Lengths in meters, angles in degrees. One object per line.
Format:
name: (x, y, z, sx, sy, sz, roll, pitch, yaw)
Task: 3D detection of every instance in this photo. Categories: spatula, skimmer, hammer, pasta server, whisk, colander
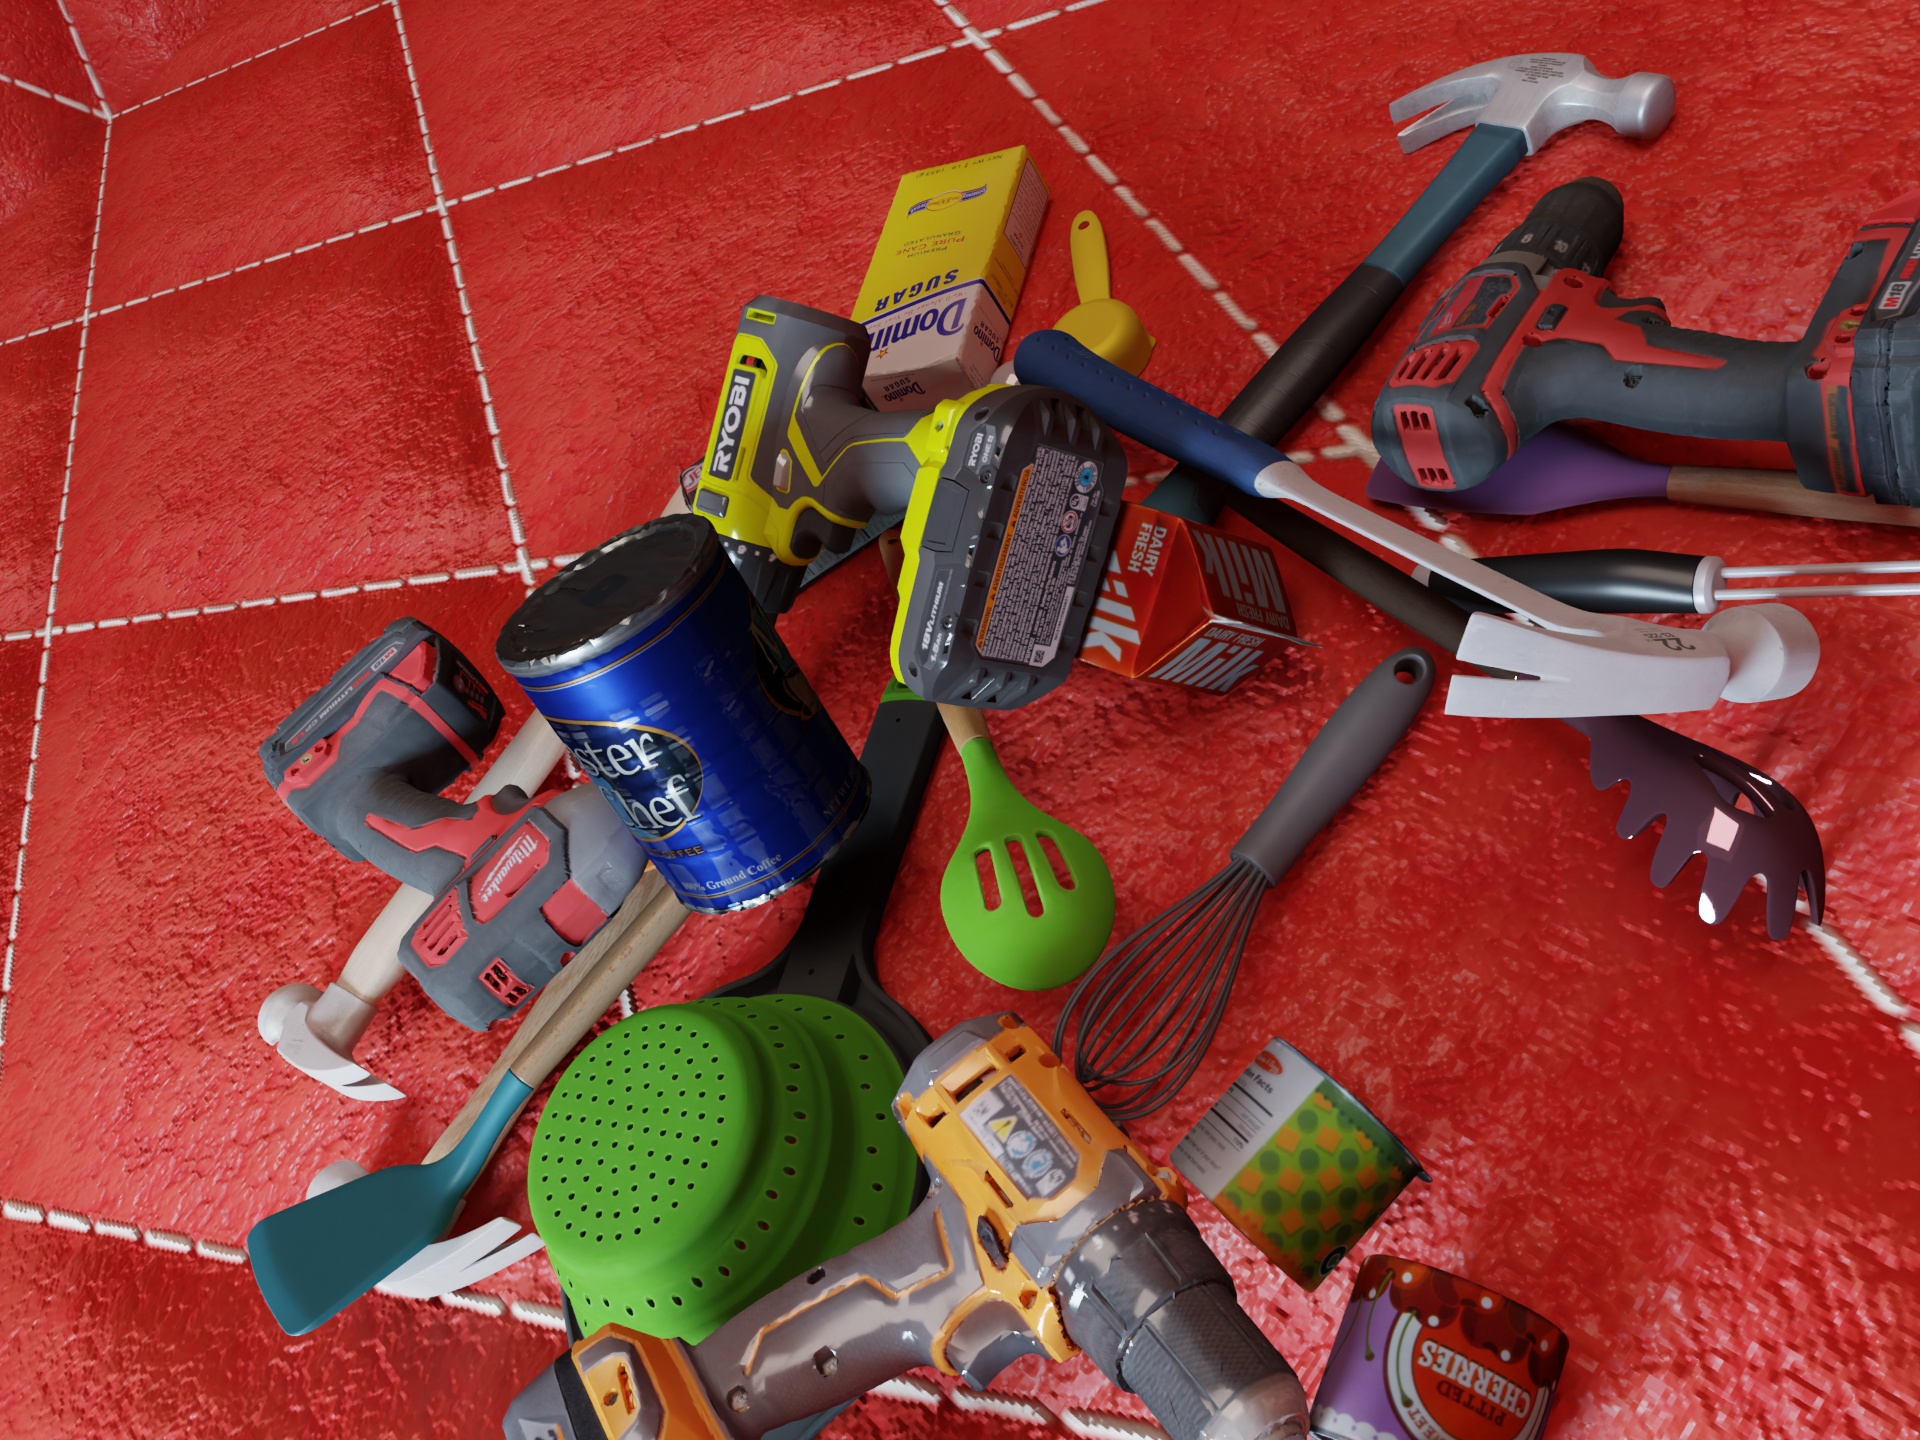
spatula: (0.314, -0.095, 0.641, 0.316, 0.018, 0.060, 14, 63, 40)
skimmer: (0.338, -0.029, 0.569, 0.363, 0.090, 0.127, 4, 52, 46)
hammer: (0.135, -0.098, 0.663, 0.144, 0.035, 0.406, -6, 29, -29)
pasta server: (0.203, -0.023, 0.630, 0.060, 0.040, 0.317, -10, 35, -28)
spatula: (-0.190, 0.139, 0.728, 0.317, 0.044, 0.082, -49, 39, -11)
hammer: (0.201, -0.209, 0.789, 0.331, 0.033, 0.128, -49, 47, -8)
whisk: (0.120, 0.060, 0.634, 0.055, 0.055, 0.239, 27, 70, 42)
hammer: (-0.185, 0.129, 0.786, 0.130, 0.031, 0.331, 20, 70, 41)
colander: (-0.084, 0.113, 0.688, 0.204, 0.094, 0.397, -1, 58, 32)
hammer: (-0.231, 0.017, 0.880, 0.146, 0.038, 0.411, 5, 58, 51)

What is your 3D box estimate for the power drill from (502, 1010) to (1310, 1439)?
power drill: (-0.016, 0.221, 0.517, 0.226, 0.084, 0.186, -37, 43, -11)

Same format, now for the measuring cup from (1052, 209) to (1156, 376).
measuring cup: (0.072, -0.246, 0.900, 0.062, 0.029, 0.157, -18, 52, 21)

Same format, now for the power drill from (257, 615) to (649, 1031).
power drill: (-0.239, 0.041, 0.779, 0.143, 0.078, 0.220, -46, 49, -13)

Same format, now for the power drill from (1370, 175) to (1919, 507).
power drill: (0.303, -0.168, 0.655, 0.227, 0.080, 0.188, 11, 53, 44)

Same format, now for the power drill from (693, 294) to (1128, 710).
power drill: (-0.045, -0.085, 0.729, 0.229, 0.080, 0.190, 25, 103, 44)

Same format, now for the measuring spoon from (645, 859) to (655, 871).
measuring spoon: (-0.145, 0.060, 0.782, 0.117, 0.011, 0.021, -24, 49, 11)

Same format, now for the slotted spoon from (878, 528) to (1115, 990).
slotted spoon: (-0.001, -0.002, 0.730, 0.070, 0.031, 0.314, -16, 40, -5)

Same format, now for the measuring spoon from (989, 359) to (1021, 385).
measuring spoon: (0.044, -0.162, 0.864, 0.034, 0.018, 0.124, -33, 47, 7)
